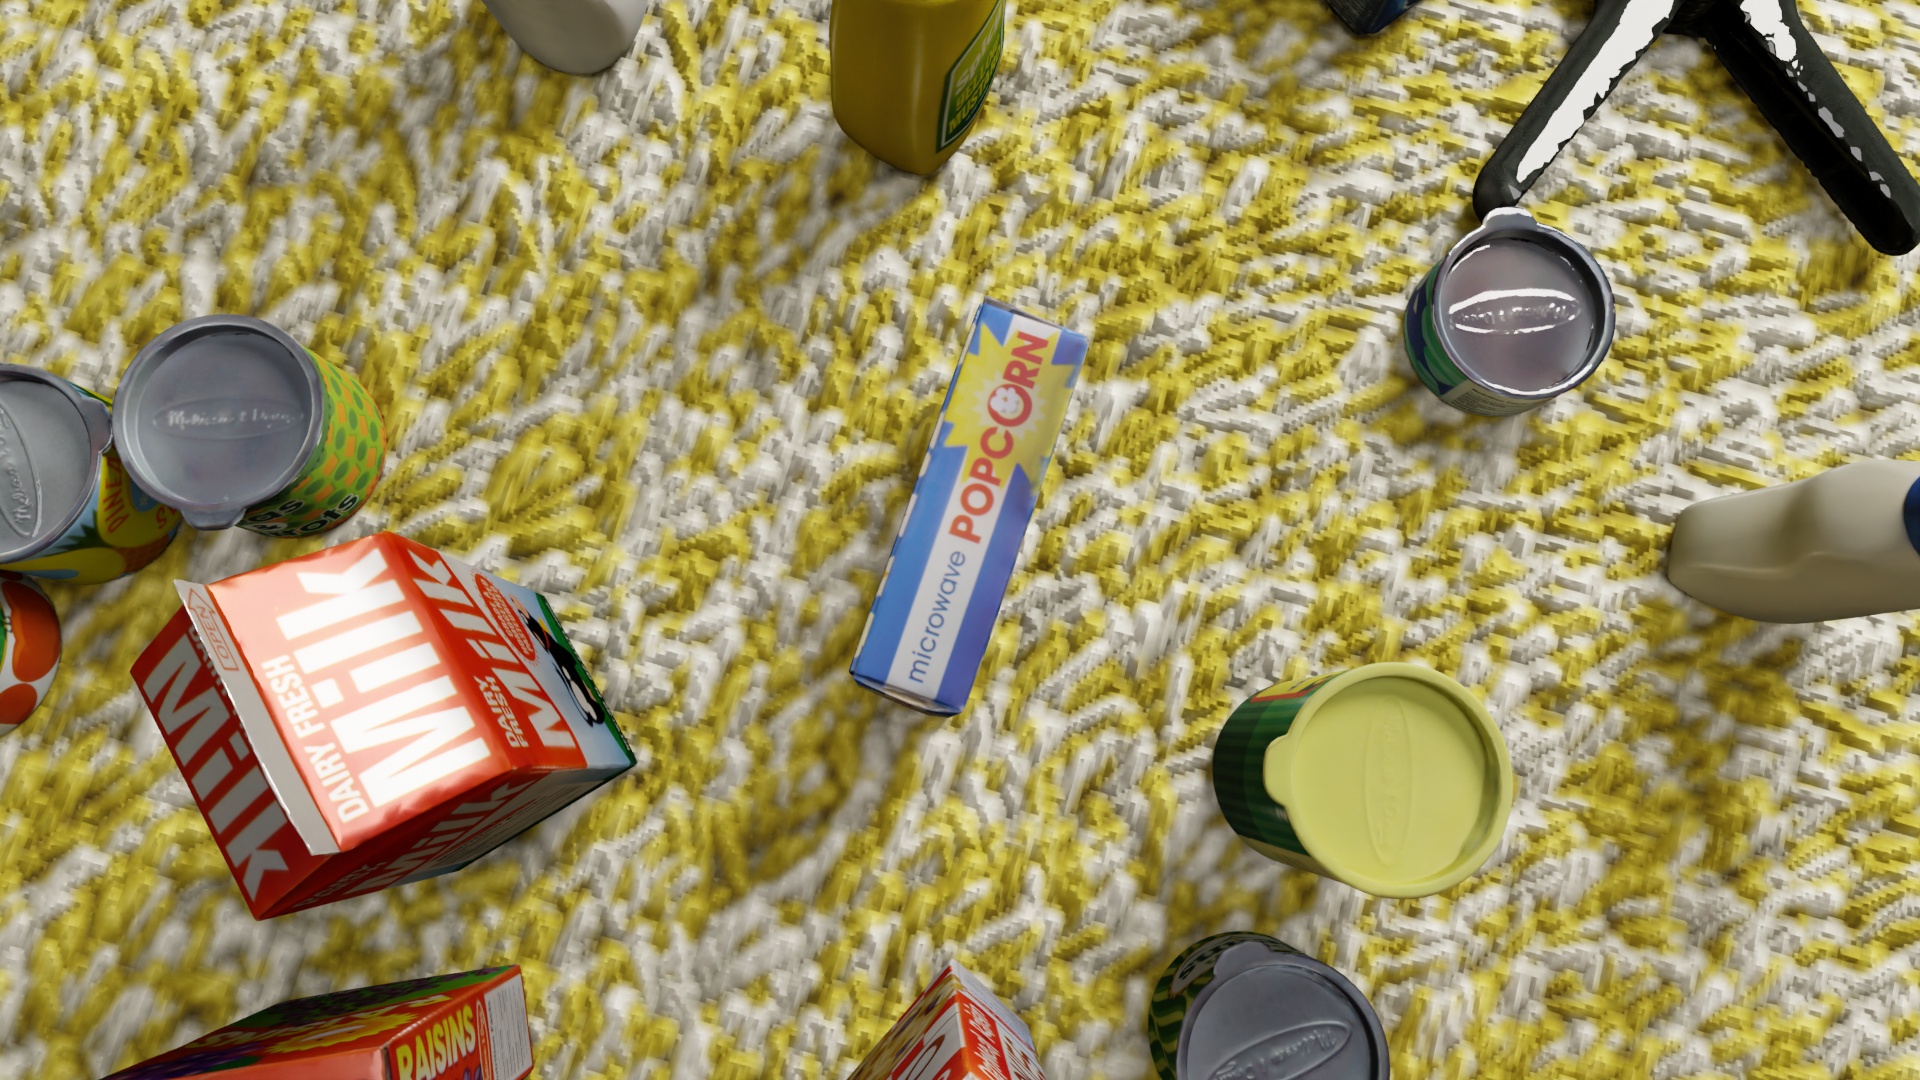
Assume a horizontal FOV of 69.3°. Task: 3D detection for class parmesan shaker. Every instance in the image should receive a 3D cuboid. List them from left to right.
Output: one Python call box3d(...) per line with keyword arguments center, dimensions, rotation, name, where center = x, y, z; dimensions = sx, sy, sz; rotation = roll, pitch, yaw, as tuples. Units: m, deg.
box3d(center=(0.119, 0.074, 0.442), dimensions=(0.071, 0.103, 0.071), rotation=(0, 82, -2), name="parmesan shaker")

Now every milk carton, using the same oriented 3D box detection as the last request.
box3d(center=(-0.158, 0.052, 0.392), dimensions=(0.073, 0.190, 0.072), rotation=(-31, 84, -6), name="milk carton")

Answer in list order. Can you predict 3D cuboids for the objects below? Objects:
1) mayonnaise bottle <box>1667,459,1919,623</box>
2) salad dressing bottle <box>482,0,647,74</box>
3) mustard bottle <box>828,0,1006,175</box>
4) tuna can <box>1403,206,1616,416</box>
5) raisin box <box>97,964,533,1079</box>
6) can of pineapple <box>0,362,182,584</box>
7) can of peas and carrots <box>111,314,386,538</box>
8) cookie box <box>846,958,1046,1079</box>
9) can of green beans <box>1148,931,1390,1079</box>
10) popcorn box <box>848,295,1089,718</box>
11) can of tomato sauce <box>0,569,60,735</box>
box3d(center=(0.289, -0.001, 0.437), dimensions=(0.065, 0.148, 0.041), rotation=(16, 82, 1), name="mayonnaise bottle")
box3d(center=(-0.143, -0.207, 0.455), dimensions=(0.064, 0.147, 0.044), rotation=(19, 82, 1), name="salad dressing bottle")
box3d(center=(-0.013, -0.174, 0.448), dimensions=(0.049, 0.160, 0.065), rotation=(29, 82, 3), name="mustard bottle")
box3d(center=(0.198, -0.082, 0.505), dimensions=(0.071, 0.033, 0.071), rotation=(0, 81, -2), name="tuna can")
box3d(center=(-0.187, 0.160, 0.408), dimensions=(0.086, 0.123, 0.040), rotation=(-8, 82, -3), name="raisin box")
box3d(center=(-0.304, -0.021, 0.466), dimensions=(0.071, 0.058, 0.071), rotation=(0, 81, -2), name="can of pineapple")
box3d(center=(-0.237, -0.034, 0.470), dimensions=(0.071, 0.058, 0.071), rotation=(0, 81, -2), name="can of peas and carrots")
box3d(center=(-0.026, 0.189, 0.387), dimensions=(0.040, 0.167, 0.123), rotation=(41, 83, 4), name="cookie box")
box3d(center=(0.097, 0.164, 0.451), dimensions=(0.071, 0.057, 0.071), rotation=(0, 81, -2), name="can of green beans")
box3d(center=(0.002, -0.006, 0.460), dimensions=(0.038, 0.085, 0.127), rotation=(19, 81, 1), name="popcorn box")
box3d(center=(-0.344, 0.031, 0.444), dimensions=(0.071, 0.083, 0.071), rotation=(0, 82, -2), name="can of tomato sauce")
